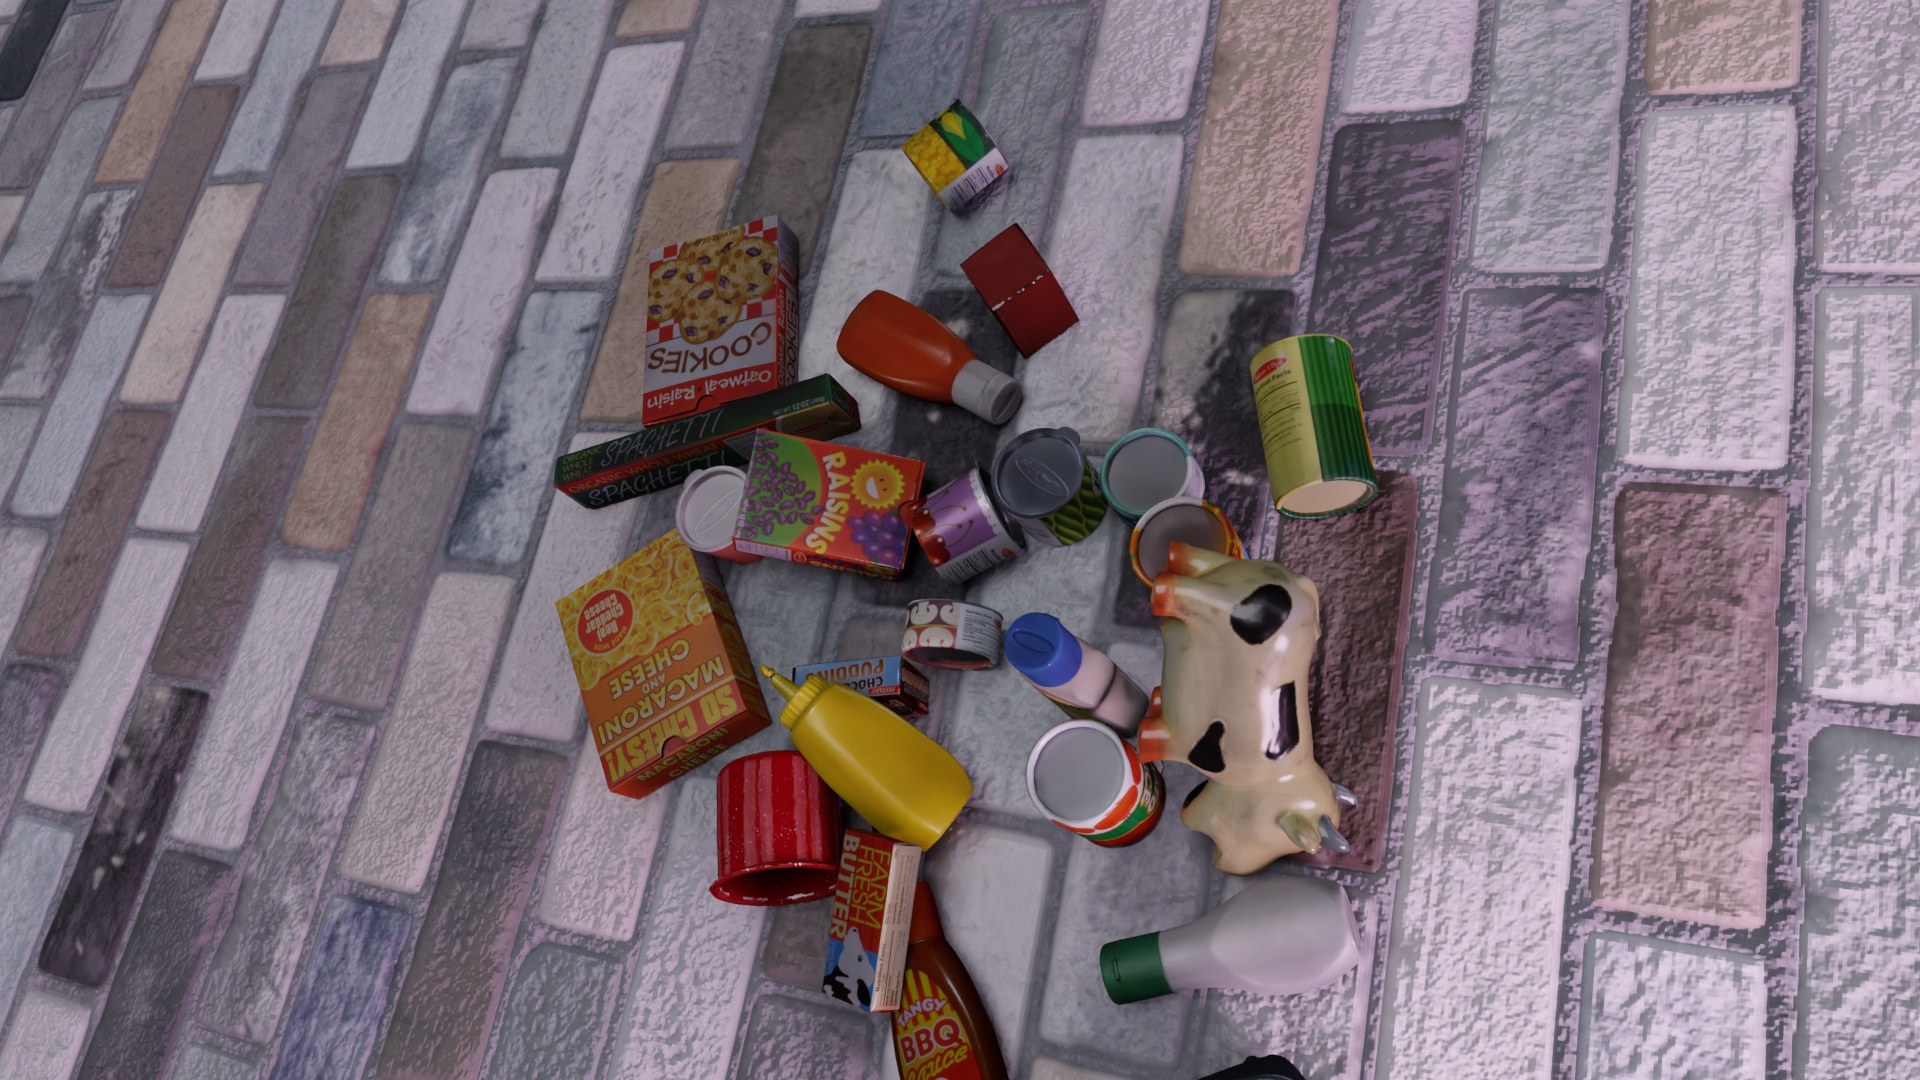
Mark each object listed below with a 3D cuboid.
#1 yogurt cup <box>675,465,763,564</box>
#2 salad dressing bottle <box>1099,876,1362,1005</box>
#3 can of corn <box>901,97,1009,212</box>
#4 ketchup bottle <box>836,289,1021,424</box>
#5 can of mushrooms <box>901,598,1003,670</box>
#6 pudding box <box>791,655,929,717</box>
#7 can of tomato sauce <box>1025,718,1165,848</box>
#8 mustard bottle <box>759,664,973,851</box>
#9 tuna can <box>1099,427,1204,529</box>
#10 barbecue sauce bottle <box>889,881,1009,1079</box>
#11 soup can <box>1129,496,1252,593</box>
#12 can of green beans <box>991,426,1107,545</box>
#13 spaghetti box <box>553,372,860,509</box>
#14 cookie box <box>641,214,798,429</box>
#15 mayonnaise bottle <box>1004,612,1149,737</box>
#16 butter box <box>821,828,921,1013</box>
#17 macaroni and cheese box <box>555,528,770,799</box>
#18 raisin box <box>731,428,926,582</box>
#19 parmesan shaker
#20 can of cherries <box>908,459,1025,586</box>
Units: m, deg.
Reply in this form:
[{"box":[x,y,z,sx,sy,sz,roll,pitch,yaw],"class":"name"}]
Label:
[{"box":[-0.173,-0.016,1.048,0.072,0.054,0.072,-8,67,20],"class":"yogurt cup"},{"box":[0.156,0.238,0.812,0.147,0.044,0.064,-18,66,17],"class":"salad dressing bottle"},{"box":[-0.006,-0.302,1.085,0.058,0.071,0.071,-38,60,6],"class":"can of corn"},{"box":[-0.022,-0.133,1.037,0.149,0.043,0.065,32,85,30],"class":"ketchup bottle"},{"box":[-0.007,0.064,0.939,0.071,0.071,0.033,-2,70,23],"class":"can of mushrooms"},{"box":[-0.069,0.104,0.958,0.083,0.049,0.030,-7,64,20],"class":"pudding box"},{"box":[0.086,0.149,0.854,0.071,0.083,0.071,-8,67,21],"class":"can of tomato sauce"},{"box":[-0.068,0.133,0.908,0.160,0.048,0.066,39,47,4],"class":"mustard bottle"},{"box":[0.128,-0.042,0.943,0.071,0.032,0.071,-8,67,20],"class":"tuna can"},{"box":[-0.016,0.289,0.864,0.065,0.043,0.149,-28,61,18],"class":"barbecue sauce bottle"},{"box":[0.150,0.019,0.879,0.071,0.083,0.071,-8,67,20],"class":"soup can"},{"box":[0.062,-0.036,0.953,0.071,0.057,0.071,-8,67,20],"class":"can of green beans"},{"box":[-0.201,-0.075,1.087,0.250,0.050,0.029,-15,63,17],"class":"spaghetti box"},{"box":[-0.195,-0.172,1.129,0.123,0.040,0.168,-11,66,19],"class":"cookie box"},{"box":[0.068,0.082,0.851,0.065,0.148,0.041,21,79,29],"class":"mayonnaise bottle"},{"box":[-0.056,0.236,0.867,0.053,0.024,0.103,-1,78,48],"class":"butter box"},{"box":[-0.225,0.089,1.036,0.123,0.040,0.167,-31,61,10],"class":"macaroni and cheese box"},{"box":[-0.094,-0.025,0.998,0.123,0.040,0.086,11,72,-3],"class":"raisin box"},{"box":[0.226,-0.071,0.896,0.071,0.071,0.103,-12,66,19],"class":"parmesan shaker"},{"box":[0.003,-0.012,0.964,0.058,0.071,0.072,-29,61,12],"class":"can of cherries"}]
